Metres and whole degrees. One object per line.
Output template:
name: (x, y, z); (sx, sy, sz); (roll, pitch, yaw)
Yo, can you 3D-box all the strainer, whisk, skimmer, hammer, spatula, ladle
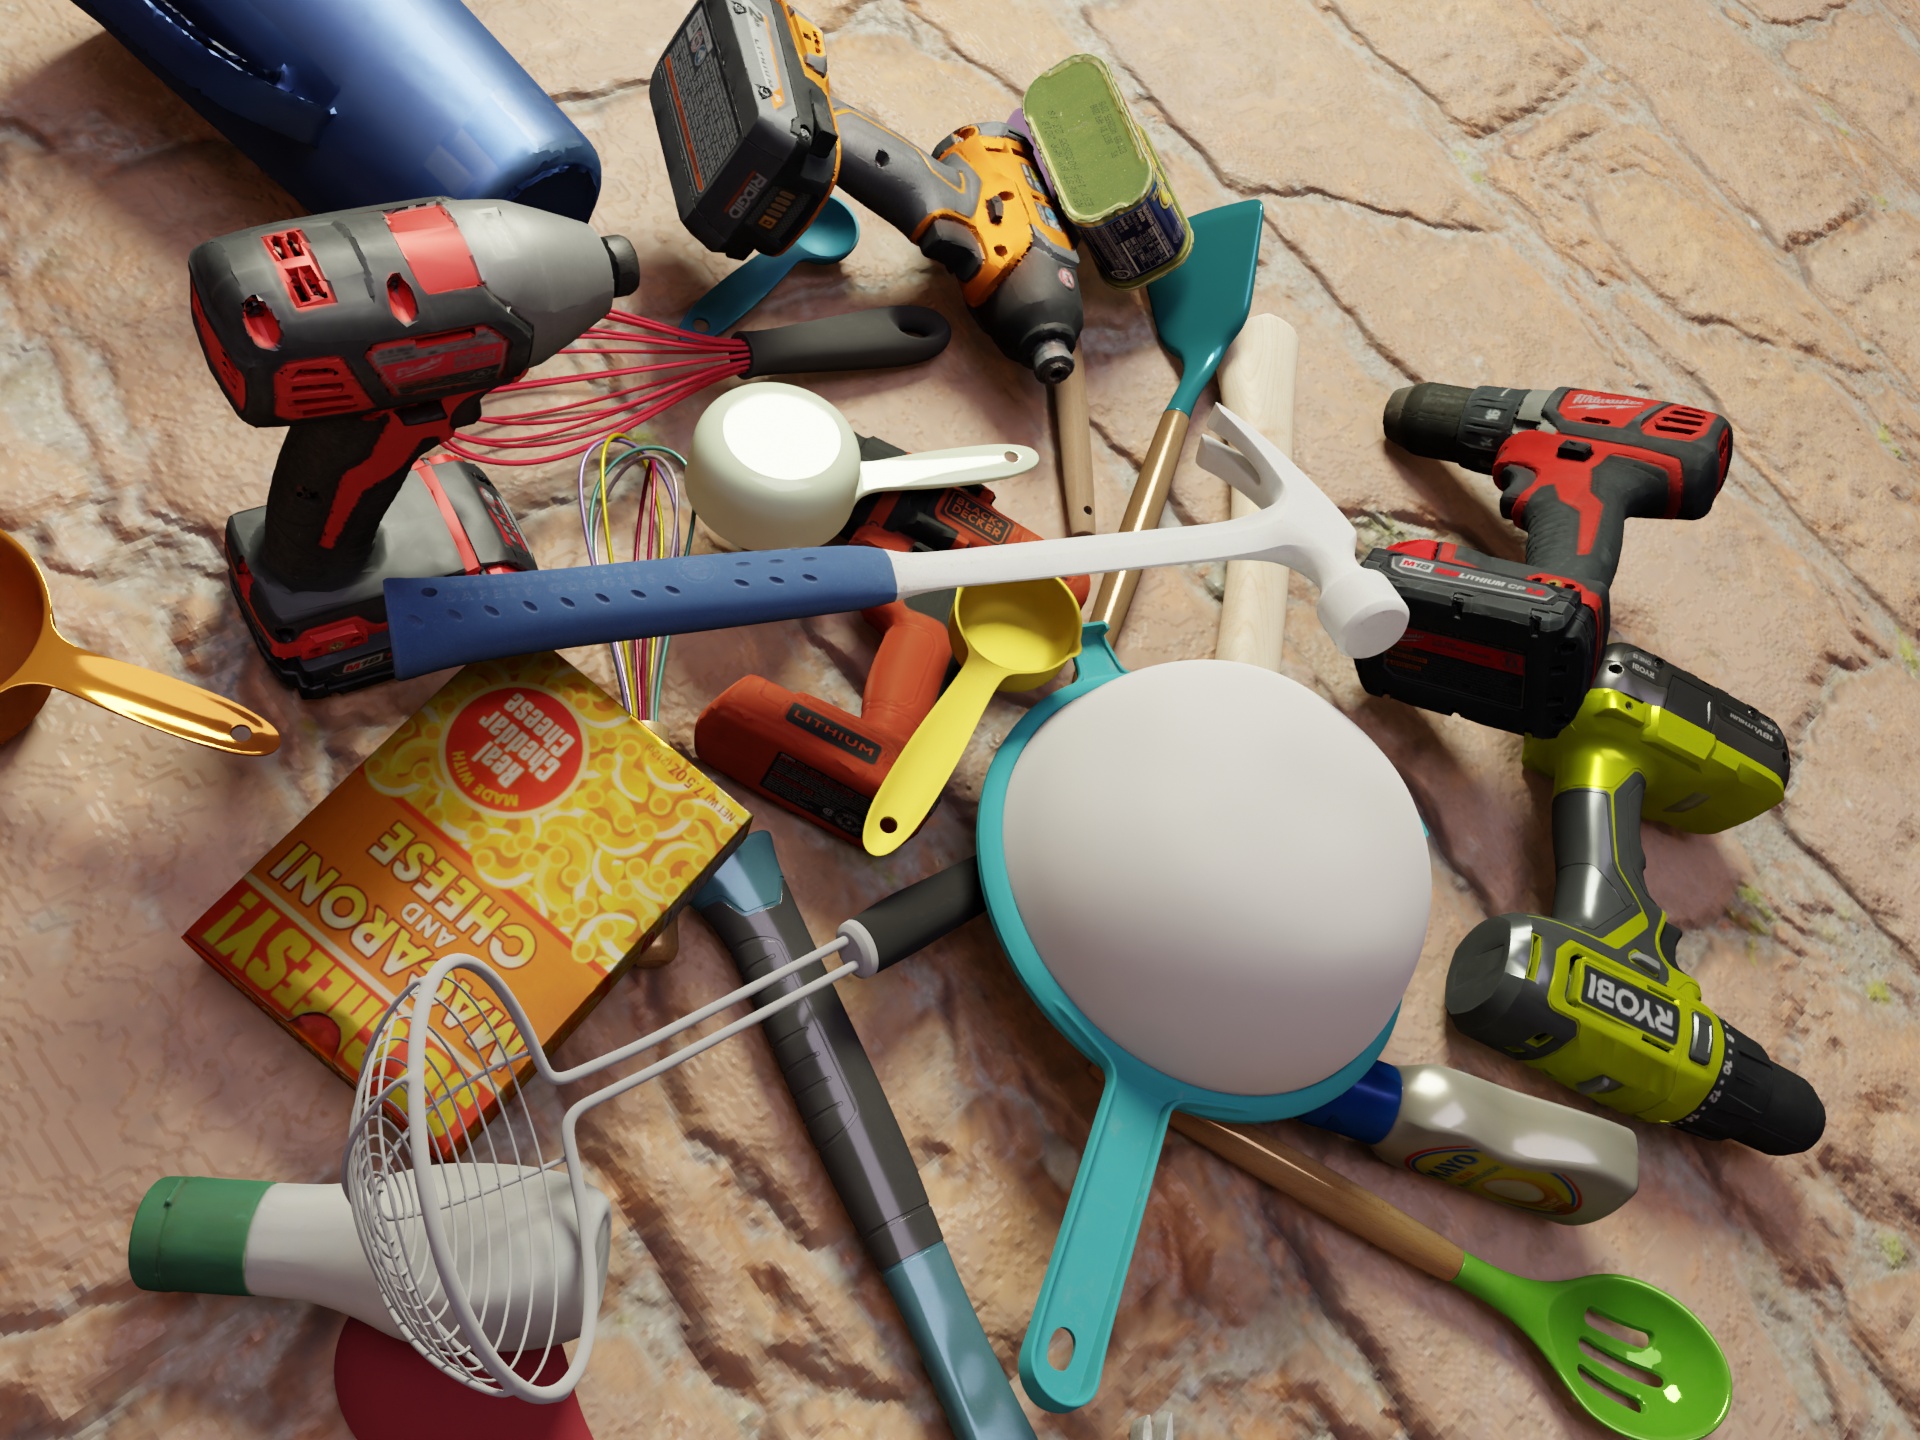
strainer: (0.099, 0.095, 0.619); (0.211, 0.095, 0.341); (30, 50, -6)
whisk: (-0.122, -0.174, 0.763); (0.295, 0.073, 0.073); (-17, 71, -36)
skimmer: (-0.055, 0.099, 0.556); (0.363, 0.090, 0.127); (-21, 95, -51)
hammer: (0.159, -0.051, 0.822); (0.146, 0.038, 0.411); (19, 57, -14)
hammer: (-0.026, 0.194, 0.612); (0.128, 0.033, 0.331); (-18, 71, -29)
spatula: (0.101, -0.148, 0.845); (0.044, 0.082, 0.318); (46, 52, -37)
spatula: (0.055, -0.231, 0.888); (0.059, 0.018, 0.316); (11, 58, -23)
hammer: (-0.021, -0.064, 0.650); (0.405, 0.035, 0.144); (-8, 49, -20)
whisk: (-0.134, -0.016, 0.680); (0.051, 0.047, 0.245); (-3, 68, -11)
ladle: (-0.084, 0.299, 0.535); (0.315, 0.031, 0.069); (42, 54, 2)

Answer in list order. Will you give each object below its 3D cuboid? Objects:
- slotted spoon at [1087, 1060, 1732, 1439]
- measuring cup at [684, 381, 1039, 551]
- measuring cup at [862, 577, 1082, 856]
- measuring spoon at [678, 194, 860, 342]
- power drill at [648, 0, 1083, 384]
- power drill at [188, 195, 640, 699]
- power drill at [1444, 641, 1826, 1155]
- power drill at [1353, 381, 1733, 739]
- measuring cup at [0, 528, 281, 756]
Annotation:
slotted spoon: (0.193, 0.222, 0.692); (0.313, 0.031, 0.070); (30, 55, -3)
measuring cup: (-0.039, -0.120, 0.710); (0.167, 0.038, 0.083); (-9, 61, -19)
measuring cup: (-0.001, -0.002, 0.670); (0.062, 0.029, 0.157); (31, 63, 2)
measuring spoon: (-0.102, -0.229, 0.827); (0.042, 0.021, 0.129); (43, 65, -1)
power drill: (-0.031, -0.256, 0.795); (0.226, 0.084, 0.164); (10, 52, -41)
power drill: (-0.200, -0.103, 0.588); (0.143, 0.219, 0.079); (-22, 73, -31)
power drill: (0.352, 0.092, 0.801); (0.190, 0.080, 0.229); (26, 59, -8)
power drill: (0.285, -0.106, 0.851); (0.188, 0.080, 0.227); (18, 52, 32)
measuring cup: (-0.338, -0.012, 0.585); (0.173, 0.052, 0.095); (22, 57, -13)
